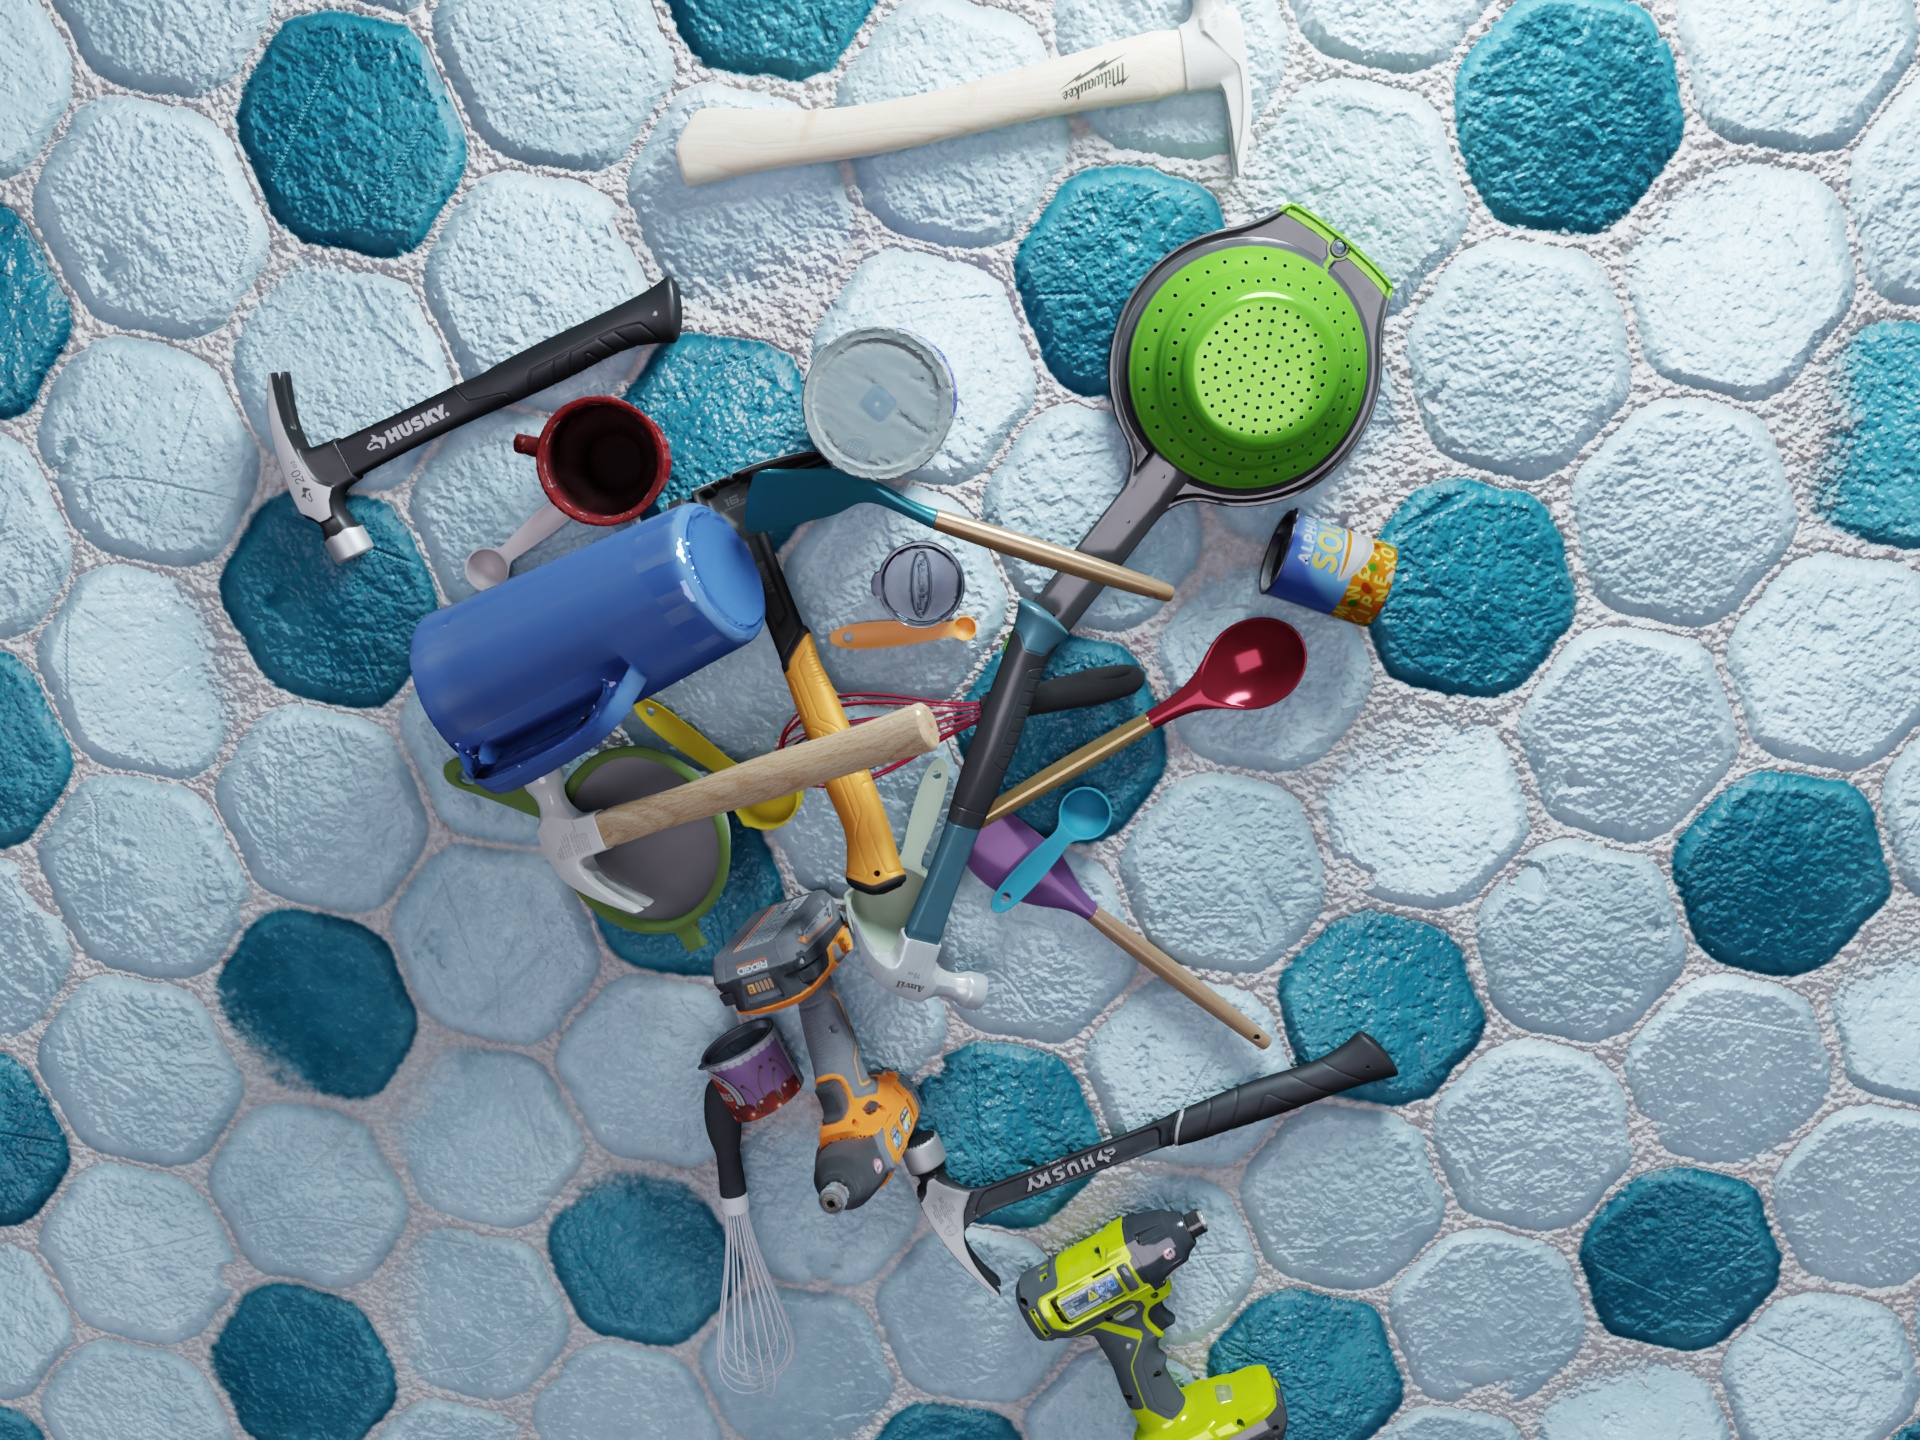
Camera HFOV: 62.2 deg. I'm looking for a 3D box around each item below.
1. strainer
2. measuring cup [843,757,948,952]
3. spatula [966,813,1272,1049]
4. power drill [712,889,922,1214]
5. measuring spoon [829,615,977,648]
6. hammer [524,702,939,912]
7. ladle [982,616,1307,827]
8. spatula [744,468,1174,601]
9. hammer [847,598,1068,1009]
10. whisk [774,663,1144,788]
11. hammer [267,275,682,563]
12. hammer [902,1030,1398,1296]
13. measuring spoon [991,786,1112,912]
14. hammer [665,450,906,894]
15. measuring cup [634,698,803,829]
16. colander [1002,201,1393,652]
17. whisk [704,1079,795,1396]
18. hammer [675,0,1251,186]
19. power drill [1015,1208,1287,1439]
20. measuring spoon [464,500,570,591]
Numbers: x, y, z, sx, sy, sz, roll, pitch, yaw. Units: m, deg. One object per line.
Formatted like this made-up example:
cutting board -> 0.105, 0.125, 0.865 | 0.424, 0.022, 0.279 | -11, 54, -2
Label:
strainer -> -0.286, 0.071, 1.263 | 0.256, 0.069, 0.151 | 18, 108, 15
measuring cup -> -0.039, 0.105, 1.270 | 0.083, 0.038, 0.167 | 17, 101, -3
spatula -> 0.126, 0.173, 1.290 | 0.316, 0.018, 0.060 | 36, 97, -6
power drill -> -0.109, 0.265, 1.245 | 0.084, 0.164, 0.226 | -19, 100, 17
measuring spoon -> -0.045, -0.068, 1.243 | 0.117, 0.011, 0.021 | -4, 92, 6
hammer -> -0.167, 0.053, 1.165 | 0.331, 0.031, 0.130 | -17, 96, 21
ladle -> 0.126, 0.015, 1.244 | 0.315, 0.031, 0.069 | -30, 87, 8
spatula -> 0.003, -0.129, 1.155 | 0.317, 0.082, 0.044 | 16, 62, -5
hammer -> 0.009, 0.066, 1.213 | 0.128, 0.033, 0.331 | 15, 106, -17
whisk -> -0.002, -0.004, 1.233 | 0.296, 0.073, 0.073 | -12, 103, -1
hammer -> -0.360, -0.251, 1.194 | 0.335, 0.035, 0.146 | -24, 102, 7
hammer -> 0.164, 0.350, 1.319 | 0.409, 0.036, 0.149 | -21, 96, 5
measuring spoon -> 0.070, 0.105, 1.269 | 0.042, 0.021, 0.128 | 43, 95, 1
hammer -> -0.106, -0.033, 1.186 | 0.127, 0.034, 0.337 | -22, 83, 6
measuring cup -> -0.192, 0.028, 1.266 | 0.156, 0.029, 0.062 | 35, 107, 5
colander -> 0.162, -0.190, 1.163 | 0.204, 0.094, 0.397 | 37, 101, -7
whisk -> -0.186, 0.437, 1.344 | 0.070, 0.070, 0.284 | -6, 98, 3
hammer -> 0.001, -0.428, 1.142 | 0.410, 0.038, 0.146 | -10, 104, 4
power drill -> 0.174, 0.528, 1.346 | 0.171, 0.080, 0.223 | -31, 98, 8
measuring spoon -> -0.330, -0.145, 1.232 | 0.124, 0.018, 0.034 | -38, 98, 3
